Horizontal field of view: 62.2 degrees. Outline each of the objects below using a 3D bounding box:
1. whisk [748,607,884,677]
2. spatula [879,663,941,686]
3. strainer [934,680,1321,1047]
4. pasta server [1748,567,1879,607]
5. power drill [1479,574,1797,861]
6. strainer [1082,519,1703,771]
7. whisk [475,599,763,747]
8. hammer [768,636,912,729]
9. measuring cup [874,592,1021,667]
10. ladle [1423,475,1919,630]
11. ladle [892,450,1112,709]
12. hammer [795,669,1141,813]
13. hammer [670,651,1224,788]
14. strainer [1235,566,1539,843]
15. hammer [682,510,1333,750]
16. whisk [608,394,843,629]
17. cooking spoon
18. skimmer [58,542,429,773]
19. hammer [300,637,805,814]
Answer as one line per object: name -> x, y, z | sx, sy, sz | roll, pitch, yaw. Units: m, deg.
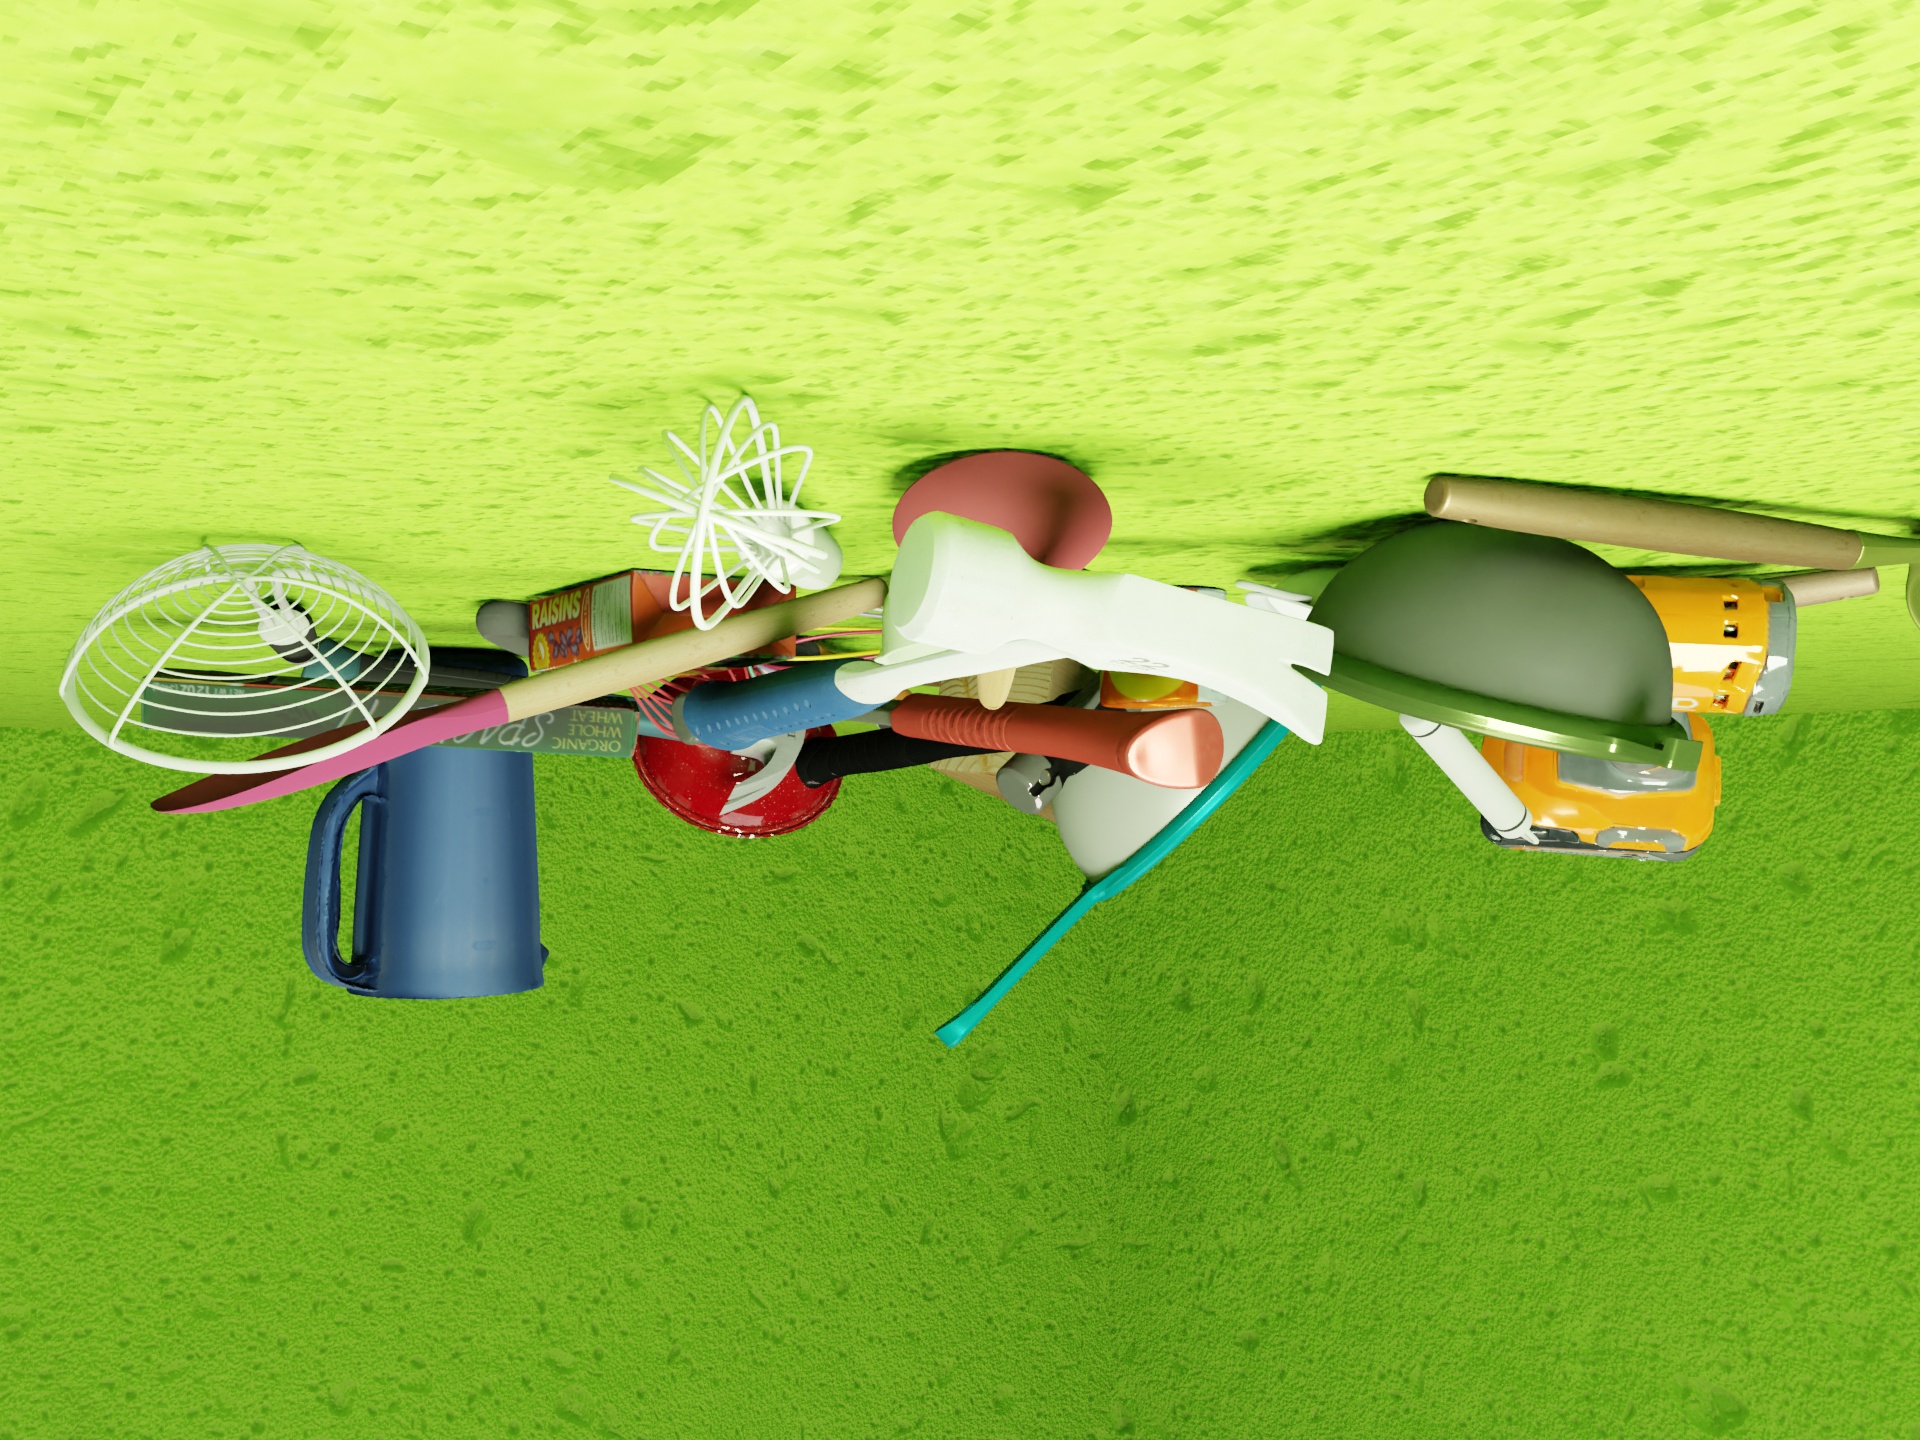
whisk -> 0.000, -0.043, 0.860 | 0.245, 0.051, 0.047 | -3, 173, -14
spatula -> 0.076, -0.039, 1.211 | 0.317, 0.044, 0.082 | 4, 179, 19
strainer -> 0.082, 0.053, 0.999 | 0.340, 0.095, 0.211 | -44, 179, -16
pasta server -> 0.302, -0.056, 0.835 | 0.316, 0.040, 0.060 | -8, 173, 40
power drill -> 0.315, -0.003, 0.808 | 0.164, 0.084, 0.226 | 4, 157, 18
strainer -> 0.148, -0.051, 0.599 | 0.256, 0.069, 0.151 | 16, -167, 12
whisk -> -0.192, -0.032, 0.944 | 0.073, 0.073, 0.295 | -1, 171, 19
hammer -> -0.051, -0.018, 1.171 | 0.127, 0.034, 0.336 | 7, 175, 18
measuring cup -> 0.003, -0.056, 0.680 | 0.083, 0.038, 0.167 | -3, 168, -3
ladle -> 0.297, -0.051, 0.567 | 0.320, 0.062, 0.078 | 3, 178, -23
ladle -> 0.014, -0.037, 0.614 | 0.069, 0.031, 0.315 | 0, 170, 0
hammer -> -0.008, 0.010, 1.010 | 0.146, 0.035, 0.335 | -44, -161, -30
hammer -> -0.001, -0.003, 0.854 | 0.149, 0.036, 0.359 | -15, -166, -39
strainer -> 0.215, -0.009, 0.754 | 0.258, 0.050, 0.087 | 40, 171, -34
hammer -> -0.026, -0.013, 0.600 | 0.144, 0.035, 0.405 | 12, 172, -23
whisk -> -0.058, -0.055, 0.486 | 0.058, 0.059, 0.246 | 11, -178, 0
cooking spoon -> -0.166, -0.013, 0.662 | 0.319, 0.017, 0.069 | -20, -165, -29
skimmer -> -0.311, -0.020, 0.722 | 0.127, 0.090, 0.363 | -4, 179, -20
hammer -> -0.262, -0.011, 1.058 | 0.330, 0.128, 0.033 | 8, 141, -23
